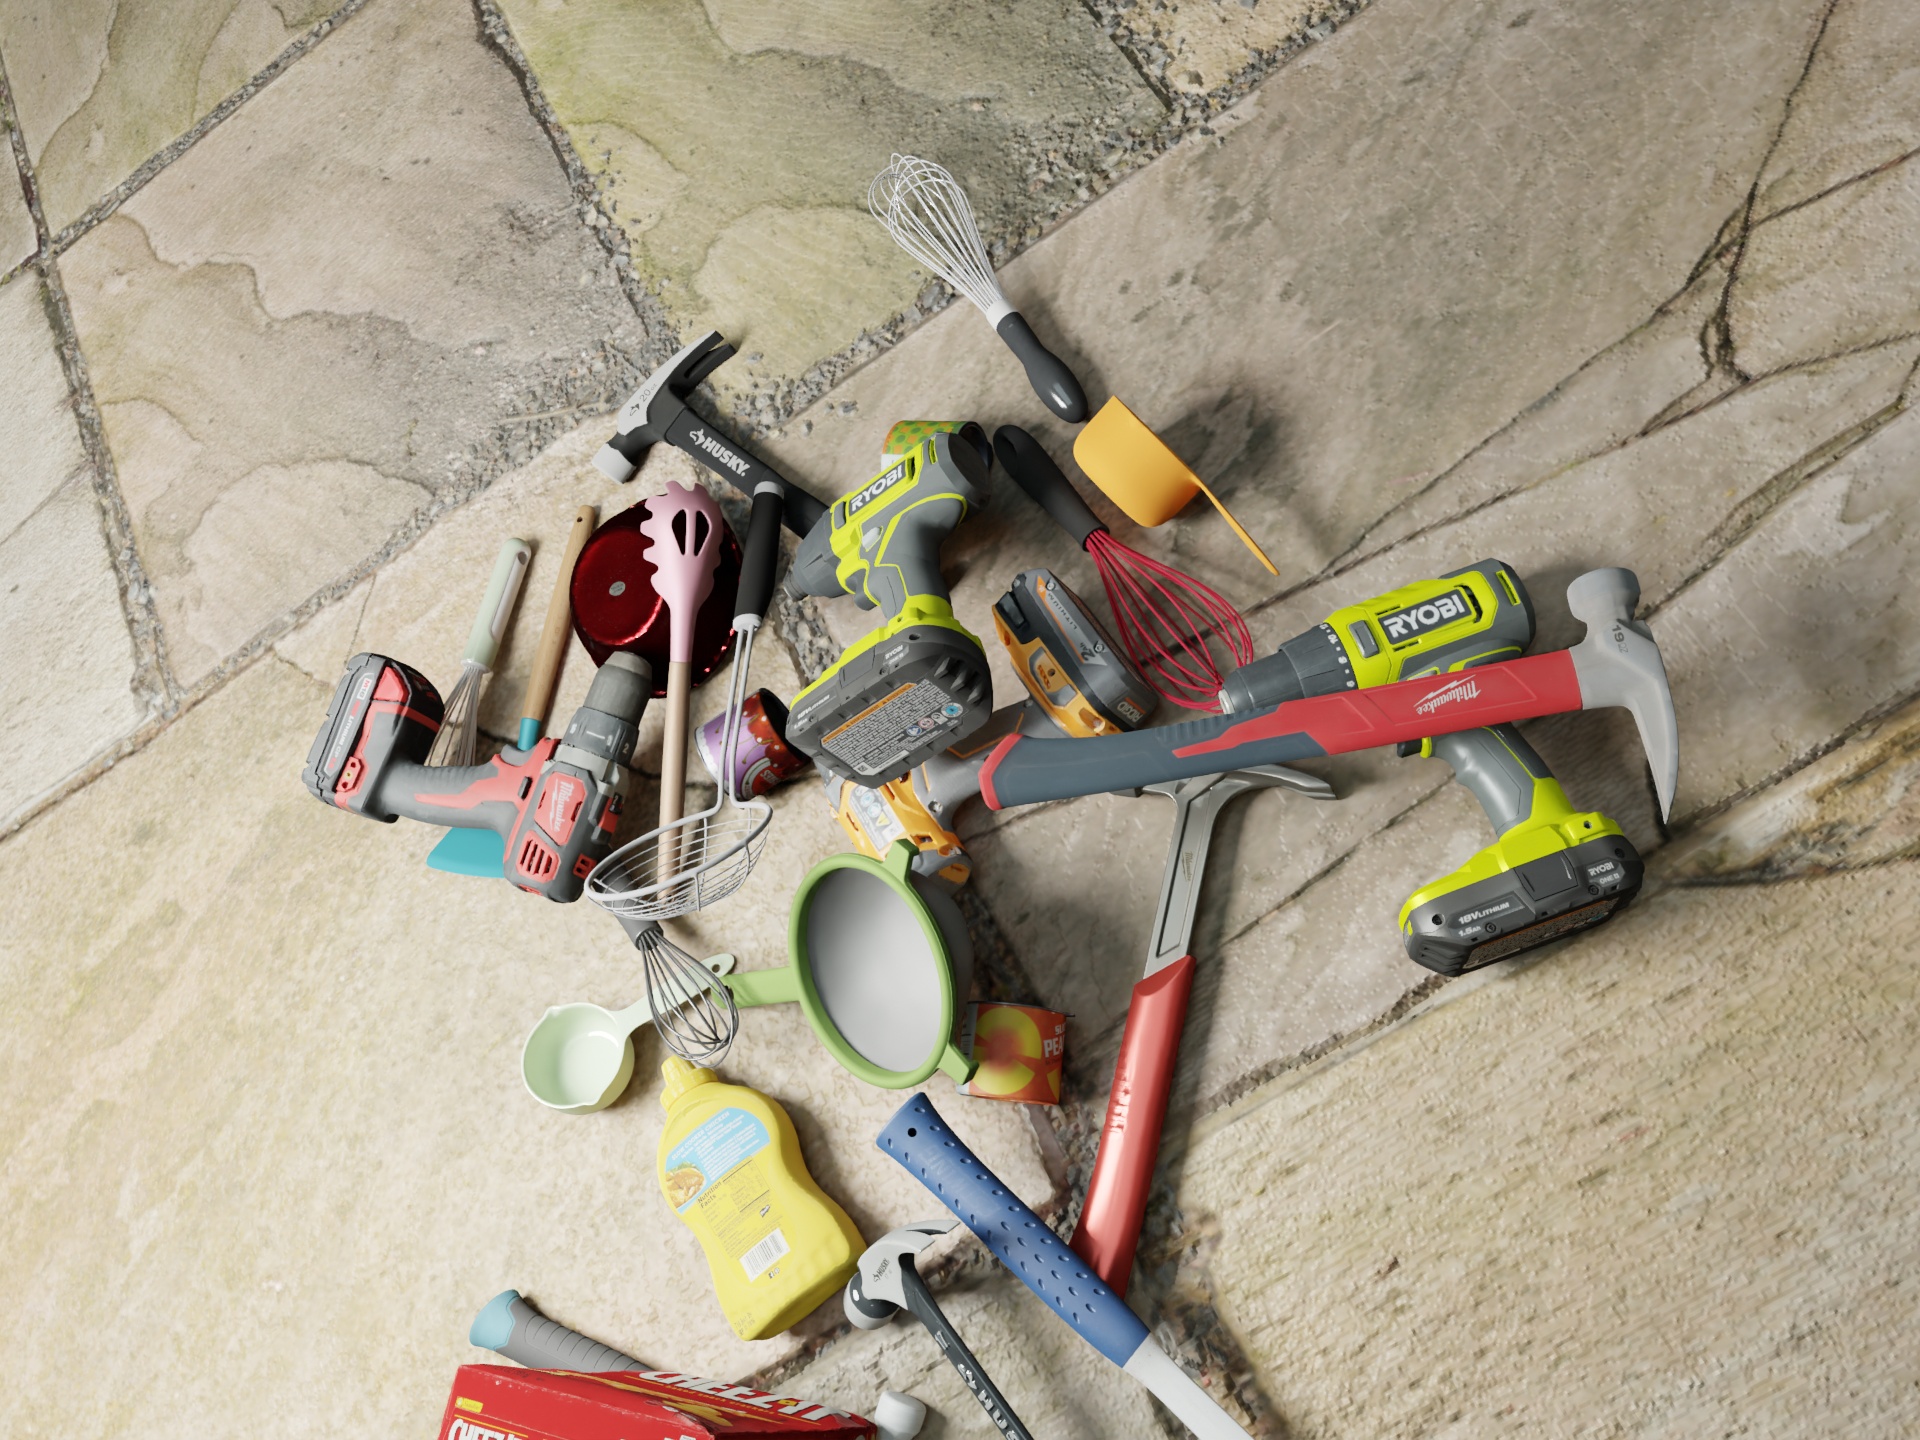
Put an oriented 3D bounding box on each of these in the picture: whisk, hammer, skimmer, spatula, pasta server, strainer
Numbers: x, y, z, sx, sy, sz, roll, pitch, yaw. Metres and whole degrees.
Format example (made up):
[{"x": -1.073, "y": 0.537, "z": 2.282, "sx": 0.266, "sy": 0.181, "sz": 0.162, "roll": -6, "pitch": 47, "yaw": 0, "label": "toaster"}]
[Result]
[{"x": -0.391, "y": -0.036, "z": 1.276, "sx": 0.059, "sy": 0.057, "sz": 0.246, "roll": 6, "pitch": 71, "yaw": 23, "label": "whisk"}, {"x": 0.129, "y": 0.194, "z": 0.987, "sx": 0.149, "sy": 0.036, "sz": 0.359, "roll": 8, "pitch": 75, "yaw": 25, "label": "hammer"}, {"x": -0.139, "y": -0.178, "z": 1.225, "sx": 0.335, "sy": 0.035, "sz": 0.146, "roll": 37, "pitch": 90, "yaw": 28, "label": "hammer"}, {"x": -0.186, "y": 0.447, "z": 1.035, "sx": 0.331, "sy": 0.033, "sz": 0.128, "roll": 13, "pitch": 77, "yaw": 26, "label": "hammer"}, {"x": 0.015, "y": -0.327, "z": 1.202, "sx": 0.070, "sy": 0.070, "sz": 0.285, "roll": -36, "pitch": 67, "yaw": 8, "label": "whisk"}, {"x": -0.169, "y": -0.029, "z": 1.082, "sx": 0.127, "sy": 0.090, "sz": 0.364, "roll": -13, "pitch": 56, "yaw": 28, "label": "skimmer"}, {"x": 0.199, "y": 0.019, "z": 0.912, "sx": 0.386, "sy": 0.038, "sz": 0.143, "roll": -11, "pitch": 66, "yaw": 15, "label": "hammer"}, {"x": -0.335, "y": -0.028, "z": 1.251, "sx": 0.082, "sy": 0.044, "sz": 0.318, "roll": 5, "pitch": 73, "yaw": 17, "label": "spatula"}, {"x": 0.104, "y": 0.370, "z": 0.903, "sx": 0.406, "sy": 0.035, "sz": 0.144, "roll": 40, "pitch": 88, "yaw": 19, "label": "hammer"}, {"x": 0.104, "y": -0.113, "z": 1.090, "sx": 0.073, "sy": 0.073, "sz": 0.296, "roll": -41, "pitch": 57, "yaw": 6, "label": "whisk"}, {"x": 0.076, "y": 0.455, "z": 0.890, "sx": 0.036, "sy": 0.149, "sz": 0.409, "roll": -26, "pitch": 63, "yaw": -34, "label": "hammer"}, {"x": -0.222, "y": 0.156, "z": 1.128, "sx": 0.055, "sy": 0.055, "sz": 0.239, "roll": -46, "pitch": 49, "yaw": 2, "label": "whisk"}, {"x": -0.206, "y": -0.016, "z": 1.157, "sx": 0.060, "sy": 0.040, "sz": 0.316, "roll": 2, "pitch": 94, "yaw": -20, "label": "pasta server"}, {"x": -0.072, "y": 0.162, "z": 1.047, "sx": 0.256, "sy": 0.069, "sz": 0.151, "roll": -18, "pitch": 87, "yaw": 47, "label": "strainer"}]

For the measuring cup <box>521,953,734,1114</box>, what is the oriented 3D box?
[{"x": -0.231, "y": 0.219, "z": 1.135, "sx": 0.167, "sy": 0.038, "sz": 0.083, "roll": -31, "pitch": 60, "yaw": -8, "label": "measuring cup"}]

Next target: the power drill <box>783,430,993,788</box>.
[{"x": -0.054, "y": -0.073, "z": 1.058, "sx": 0.171, "sy": 0.080, "sz": 0.223, "roll": -32, "pitch": 40, "yaw": 27, "label": "power drill"}]

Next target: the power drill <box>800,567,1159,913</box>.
[{"x": -0.002, "y": -0.003, "z": 1.087, "sx": 0.226, "sy": 0.084, "sz": 0.186, "roll": -41, "pitch": 60, "yaw": 10, "label": "power drill"}]

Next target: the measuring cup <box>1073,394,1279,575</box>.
[{"x": 0.142, "y": -0.143, "z": 1.068, "sx": 0.052, "sy": 0.095, "sz": 0.174, "roll": -44, "pitch": 65, "yaw": 14, "label": "measuring cup"}]

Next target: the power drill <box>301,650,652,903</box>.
[{"x": -0.346, "y": 0.017, "z": 1.174, "sx": 0.227, "sy": 0.080, "sz": 0.188, "roll": 17, "pitch": 79, "yaw": 13, "label": "power drill"}]

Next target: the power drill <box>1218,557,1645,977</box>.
[{"x": 0.277, "y": 0.028, "z": 0.944, "sx": 0.190, "sy": 0.080, "sz": 0.229, "roll": -20, "pitch": 65, "yaw": 1, "label": "power drill"}]
